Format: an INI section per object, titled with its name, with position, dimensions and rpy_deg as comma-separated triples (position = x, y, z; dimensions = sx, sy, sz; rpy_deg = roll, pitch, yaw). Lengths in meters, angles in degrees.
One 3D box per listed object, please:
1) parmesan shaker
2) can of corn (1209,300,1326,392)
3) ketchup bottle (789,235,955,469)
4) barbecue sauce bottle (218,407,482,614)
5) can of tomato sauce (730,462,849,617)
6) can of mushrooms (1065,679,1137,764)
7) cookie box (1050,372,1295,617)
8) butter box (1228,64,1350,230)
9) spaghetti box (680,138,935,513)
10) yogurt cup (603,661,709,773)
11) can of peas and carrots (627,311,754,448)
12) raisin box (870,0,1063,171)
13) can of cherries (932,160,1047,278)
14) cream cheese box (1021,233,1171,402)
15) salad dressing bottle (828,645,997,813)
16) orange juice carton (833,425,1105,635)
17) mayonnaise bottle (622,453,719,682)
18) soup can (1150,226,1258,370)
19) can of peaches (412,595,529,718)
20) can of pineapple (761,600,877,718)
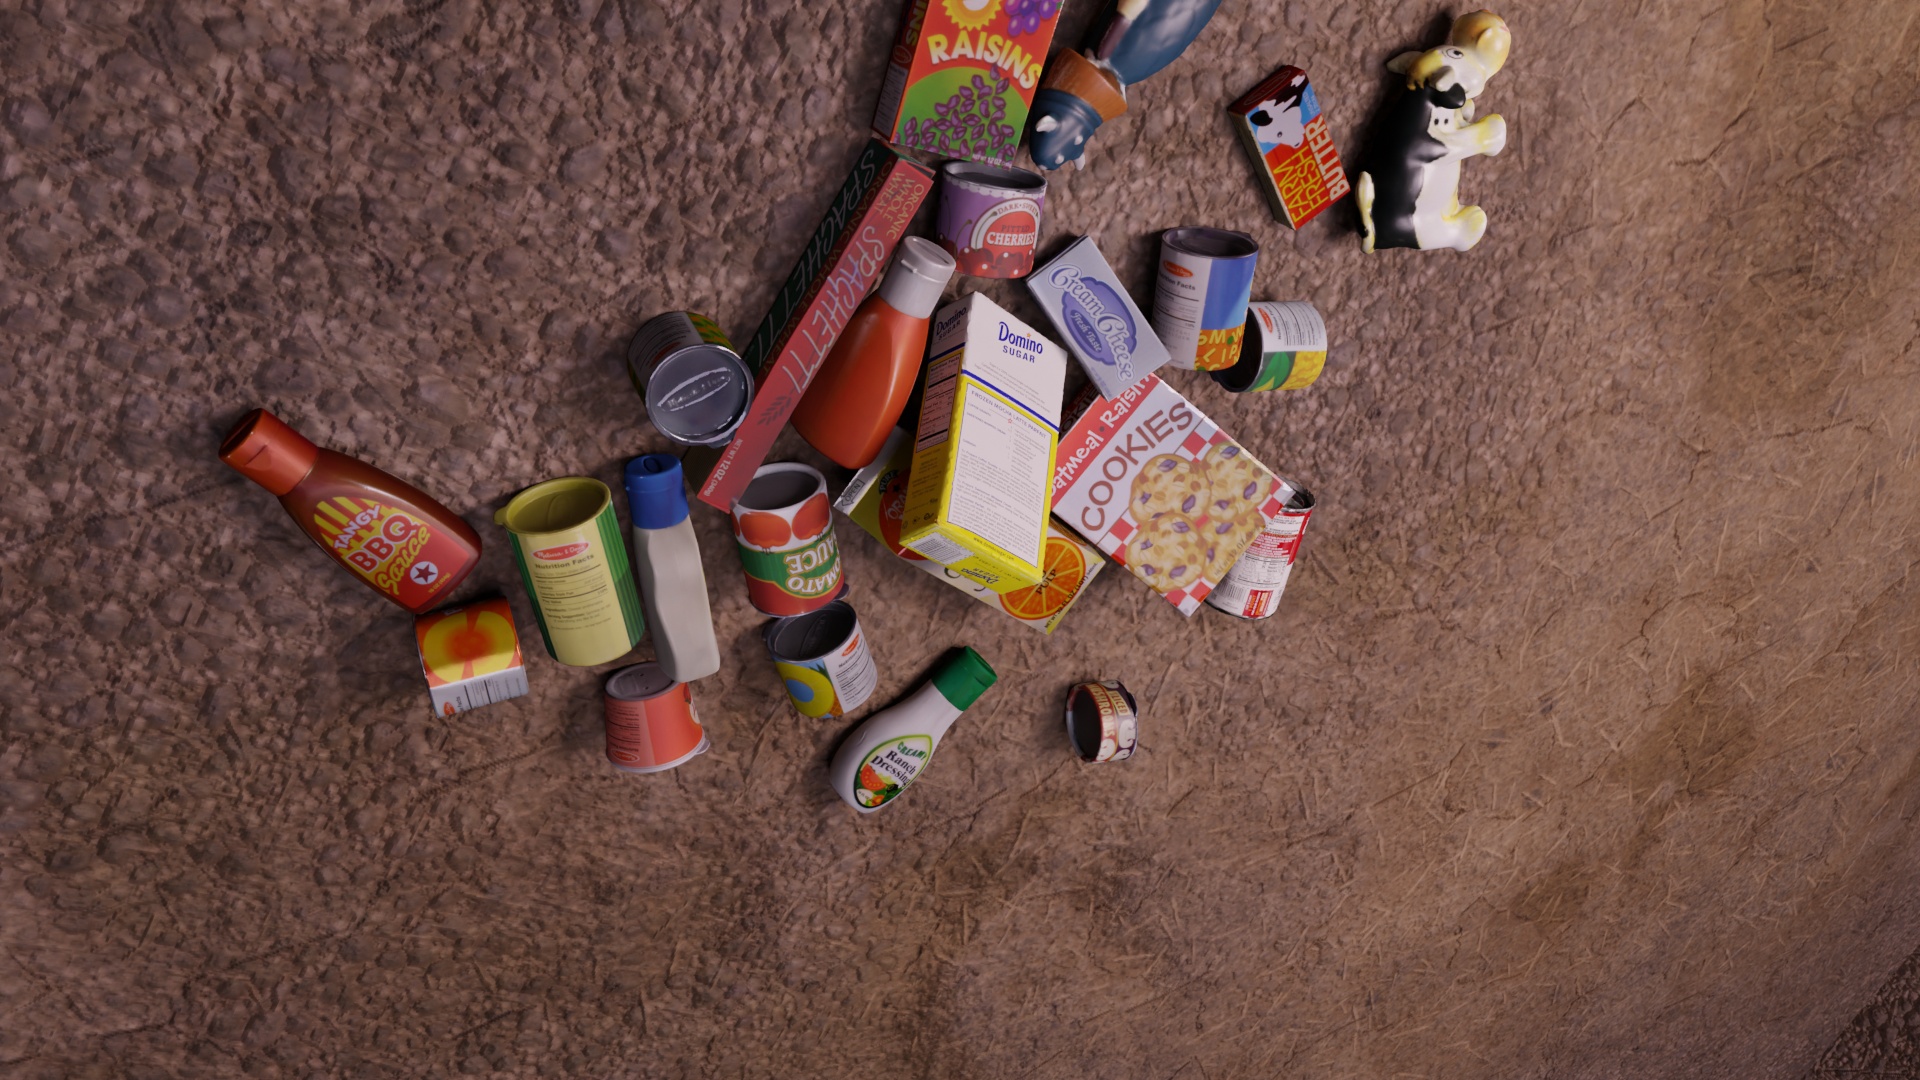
[parmesan shaker]
position = -0.246, 0.020, 0.879
dimensions = 0.071, 0.071, 0.102
rpy_deg = -17, 125, -16
[can of corn]
position = 0.223, -0.141, 1.014
dimensions = 0.058, 0.071, 0.070
rpy_deg = -5, 120, -24
[ketchup bottle]
position = -0.052, -0.120, 0.877
dimensions = 0.044, 0.065, 0.148
rpy_deg = -25, 150, -58
[barbecue sauce bottle]
position = -0.357, -0.019, 0.813
dimensions = 0.065, 0.044, 0.148
rpy_deg = -42, 127, 4
[can of tomato sauce]
position = -0.115, -0.001, 0.927
dimensions = 0.071, 0.071, 0.082
rpy_deg = -18, 124, -16
[can of mushrooms]
position = 0.115, 0.146, 1.128
dimensions = 0.033, 0.071, 0.070
rpy_deg = -4, 120, -22
[cookie box]
position = 0.141, -0.042, 1.016
dimensions = 0.167, 0.040, 0.123
rpy_deg = 37, 98, -17
[butter box]
position = 0.229, -0.271, 0.964
dimensions = 0.053, 0.024, 0.103
rpy_deg = -38, 127, -1
[spaghetti box]
position = -0.099, -0.134, 0.868
dimensions = 0.028, 0.050, 0.249
rpy_deg = 24, 105, -35
[yogurt cup]
position = -0.213, 0.119, 0.955
dimensions = 0.072, 0.072, 0.053
rpy_deg = -13, 115, -19
[can of peas and carrots]
position = -0.165, -0.098, 0.851
dimensions = 0.071, 0.059, 0.070
rpy_deg = -13, 124, -19
[raisin box]
position = 0.005, -0.293, 0.832
dimensions = 0.086, 0.040, 0.123
rpy_deg = 6, 114, -28
[can of cherries]
position = 0.019, -0.201, 0.872
dimensions = 0.071, 0.072, 0.058
rpy_deg = -4, 120, -24
[cream cheese box]
position = 0.092, -0.150, 0.943
dimensions = 0.053, 0.024, 0.103
rpy_deg = -37, 102, -1
[salad dressing bottle]
position = -0.036, 0.144, 1.068
dimensions = 0.147, 0.044, 0.064
rpy_deg = -45, 126, 4
[orange juice carton]
position = 0.003, -0.012, 0.976
dimensions = 0.192, 0.073, 0.071
rpy_deg = 29, 103, -35
[mayonnaise bottle]
position = -0.189, 0.017, 0.908
dimensions = 0.041, 0.065, 0.147
rpy_deg = -16, 120, -21
[soup can]
position = 0.170, -0.170, 0.970
dimensions = 0.071, 0.071, 0.083
rpy_deg = -9, 123, -21
[can of peaches]
position = -0.309, 0.070, 0.878
dimensions = 0.058, 0.071, 0.071
rpy_deg = -14, 123, -18
[can of pineapple]
position = -0.099, 0.084, 0.989
dimensions = 0.071, 0.071, 0.057
rpy_deg = -25, 126, -11
